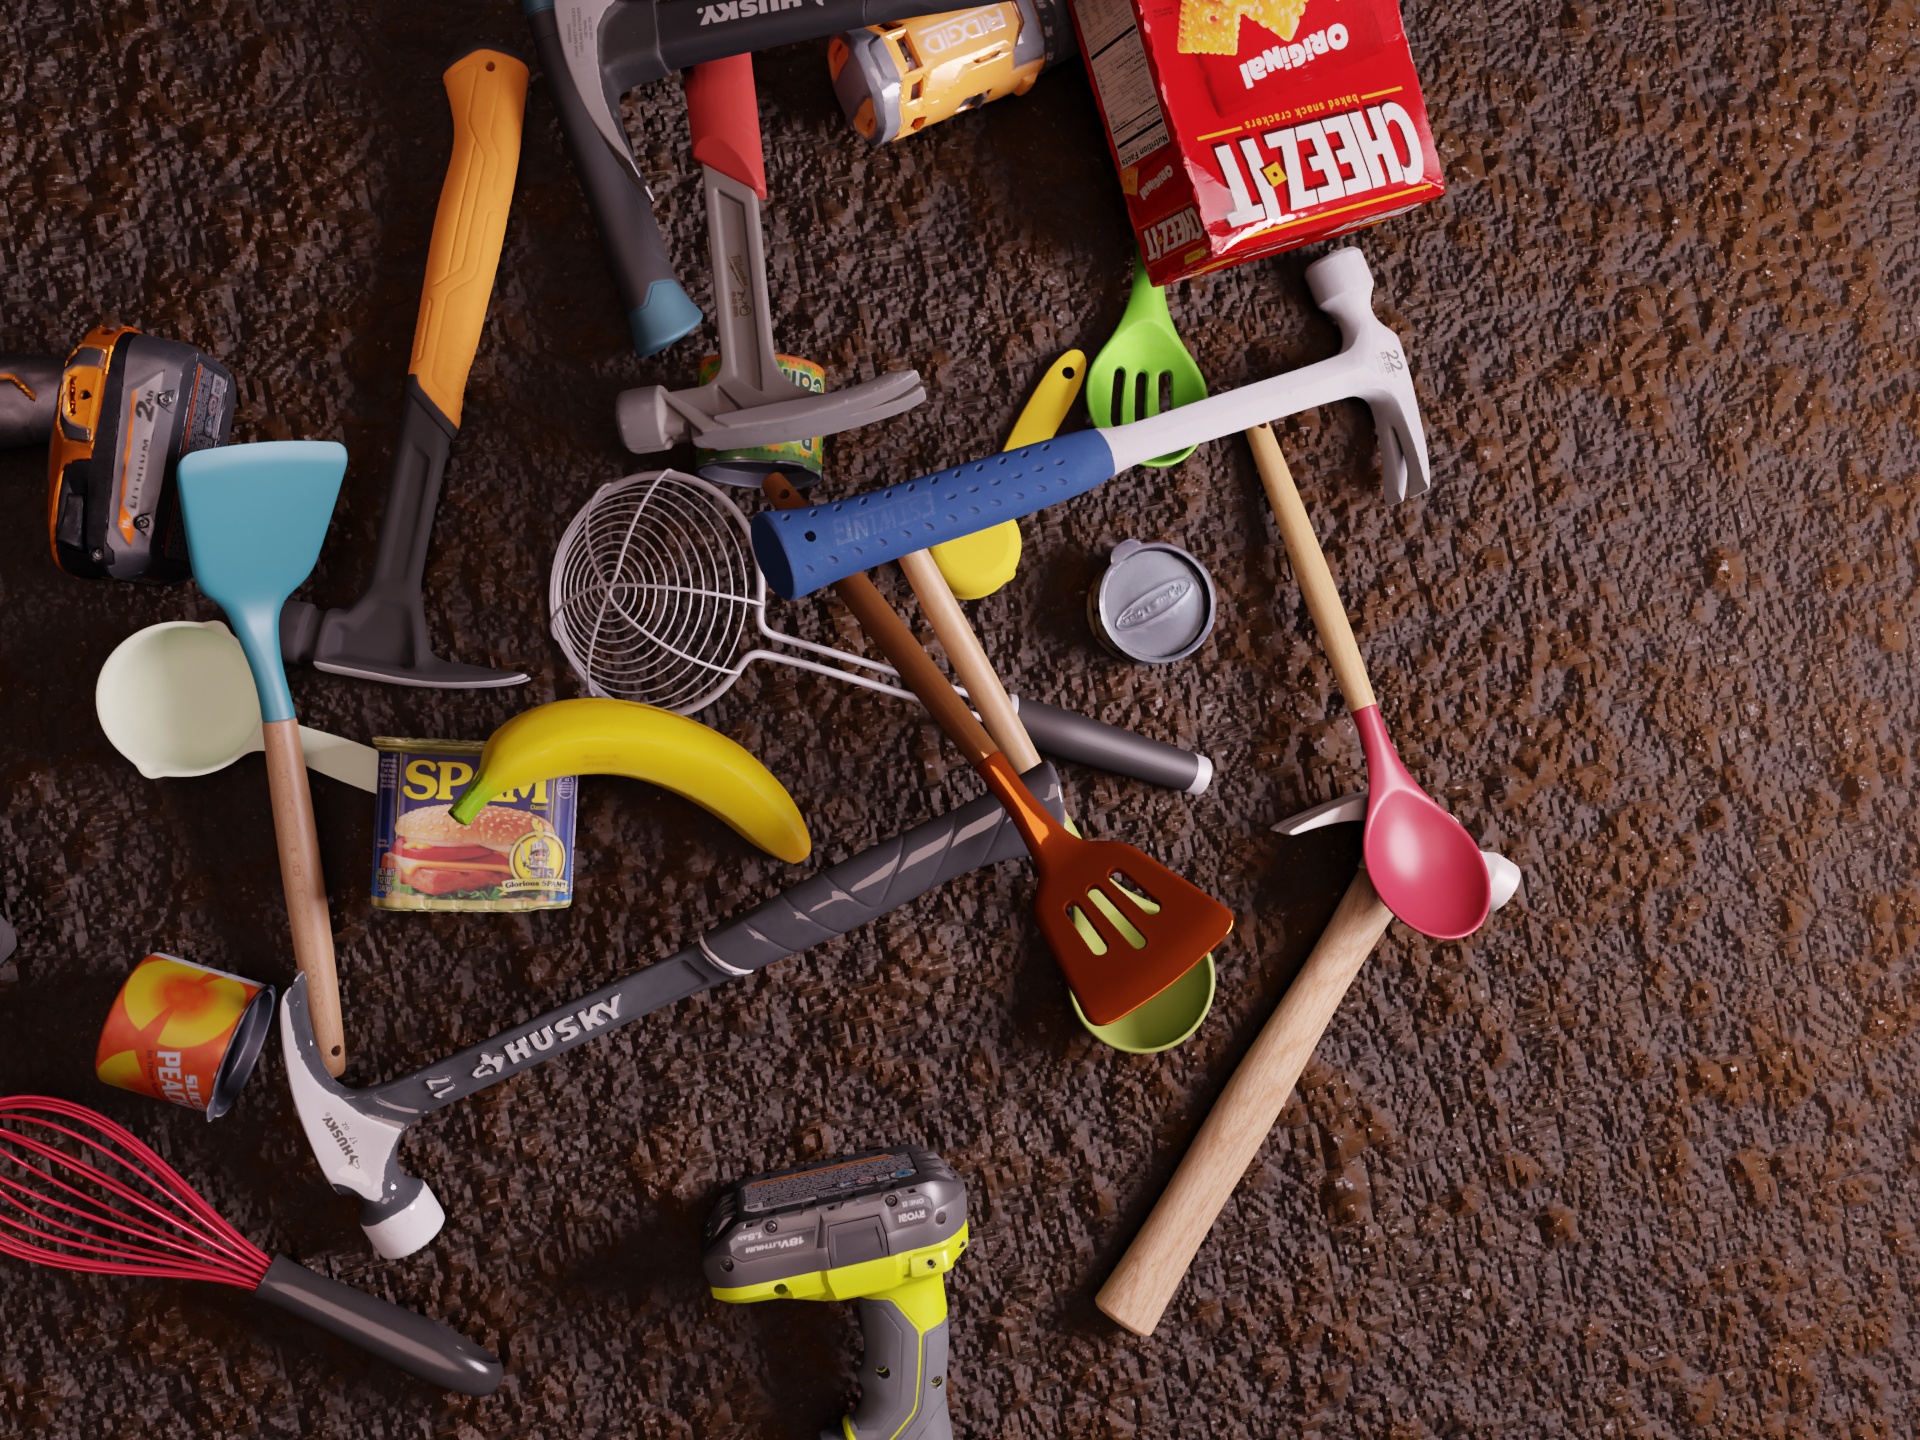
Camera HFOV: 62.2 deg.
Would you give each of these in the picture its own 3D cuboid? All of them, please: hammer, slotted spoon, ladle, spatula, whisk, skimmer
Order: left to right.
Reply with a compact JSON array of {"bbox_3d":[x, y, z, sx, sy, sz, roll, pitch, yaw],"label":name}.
[{"bbox_3d":[-0.359,0.264,0.777,0.295,0.073,0.073,30,83,-12],"label":"whisk"},{"bbox_3d":[-0.324,0.026,0.774,0.082,0.044,0.317,-17,107,-50],"label":"spatula"},{"bbox_3d":[-0.261,-0.184,0.824,0.127,0.034,0.337,10,86,-7],"label":"hammer"},{"bbox_3d":[-0.205,-0.351,0.823,0.128,0.033,0.331,-24,98,-43],"label":"hammer"},{"bbox_3d":[-0.135,0.118,0.781,0.409,0.036,0.149,-25,106,0],"label":"hammer"},{"bbox_3d":[-0.112,-0.311,0.810,0.149,0.036,0.359,-9,76,5],"label":"hammer"},{"bbox_3d":[-0.038,-0.028,0.852,0.363,0.090,0.127,17,99,-18],"label":"skimmer"},{"bbox_3d":[-0.031,-0.350,0.772,0.335,0.035,0.146,-9,76,5],"label":"hammer"},{"bbox_3d":[-0.001,-0.002,0.756,0.081,0.041,0.323,-36,74,-8],"label":"spatula"},{"bbox_3d":[0.040,0.034,0.811,0.078,0.062,0.320,-29,108,-2],"label":"ladle"},{"bbox_3d":[0.083,-0.134,0.810,0.405,0.035,0.144,-22,89,-28],"label":"hammer"},{"bbox_3d":[0.109,-0.293,0.890,0.070,0.031,0.314,4,85,-9],"label":"slotted spoon"},{"bbox_3d":[0.172,0.184,0.874,0.130,0.031,0.331,34,83,-6],"label":"hammer"},{"bbox_3d":[0.211,-0.031,0.872,0.069,0.031,0.315,-15,80,-20],"label":"ladle"}]

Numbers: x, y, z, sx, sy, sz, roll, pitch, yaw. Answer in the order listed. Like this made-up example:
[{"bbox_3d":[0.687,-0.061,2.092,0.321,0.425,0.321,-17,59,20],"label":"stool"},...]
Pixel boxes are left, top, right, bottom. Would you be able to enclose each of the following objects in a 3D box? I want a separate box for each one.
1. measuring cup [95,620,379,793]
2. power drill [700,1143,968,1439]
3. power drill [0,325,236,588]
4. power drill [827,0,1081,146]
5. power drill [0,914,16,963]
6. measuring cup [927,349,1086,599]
[{"bbox_3d":[-0.347,0.006,0.807,0.167,0.038,0.083,25,85,-24],"label":"measuring cup"},{"bbox_3d":[-0.063,0.349,0.809,0.190,0.080,0.228,-10,92,-9],"label":"power drill"},{"bbox_3d":[-0.486,-0.126,0.766,0.226,0.084,0.164,10,88,-4],"label":"power drill"},{"bbox_3d":[-0.014,-0.443,0.852,0.185,0.084,0.226,-27,96,-15],"label":"power drill"},{"bbox_3d":[-0.570,0.064,0.737,0.171,0.080,0.223,-40,91,12],"label":"power drill"},{"bbox_3d":[0.029,-0.138,0.867,0.062,0.029,0.156,30,85,-6],"label":"measuring cup"}]
